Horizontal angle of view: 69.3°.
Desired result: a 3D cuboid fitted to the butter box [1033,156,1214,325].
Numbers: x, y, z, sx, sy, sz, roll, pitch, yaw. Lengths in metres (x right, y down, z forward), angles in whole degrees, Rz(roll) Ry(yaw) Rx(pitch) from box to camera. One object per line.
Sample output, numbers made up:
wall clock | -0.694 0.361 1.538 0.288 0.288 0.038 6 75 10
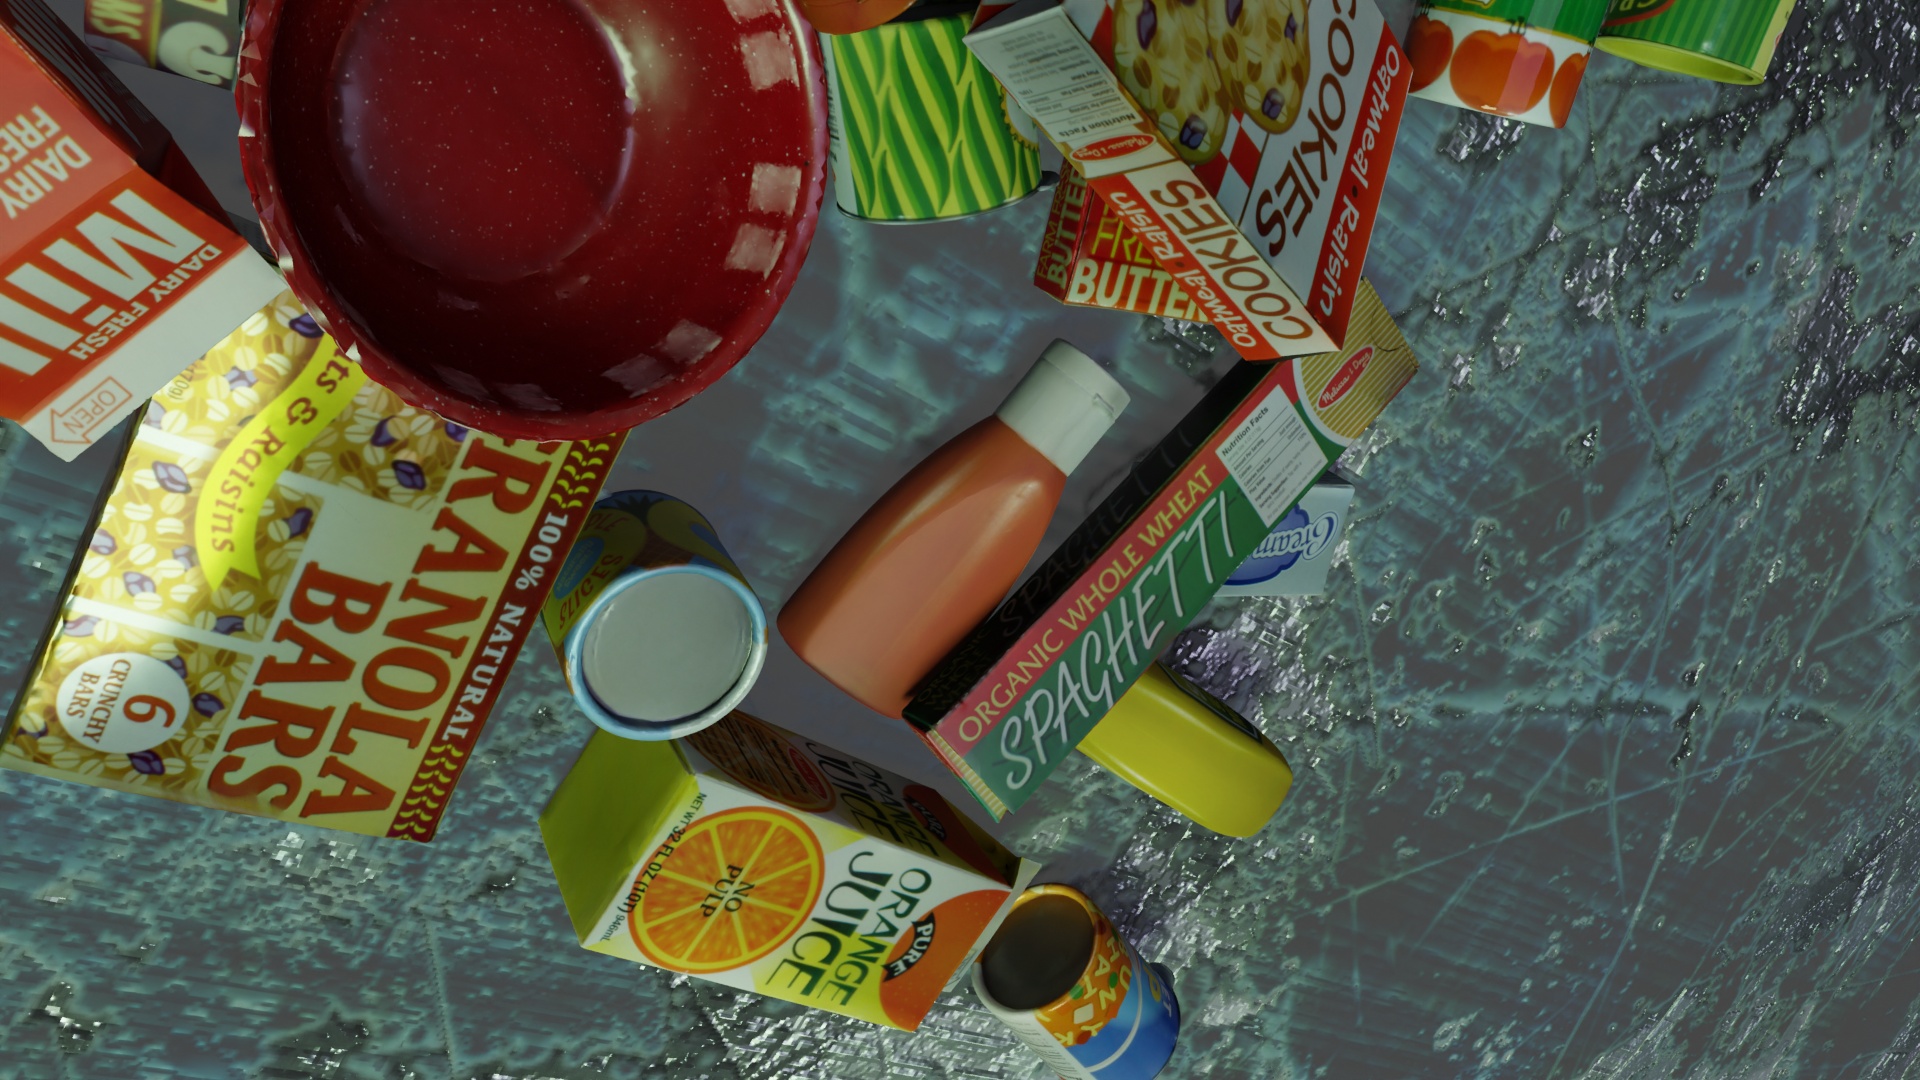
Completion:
butter box | 0.080 -0.109 0.512 0.104 0.024 0.053 3 112 -29

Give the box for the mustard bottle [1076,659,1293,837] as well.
mustard bottle | 0.069 0.070 0.573 0.160 0.065 0.049 33 94 -31

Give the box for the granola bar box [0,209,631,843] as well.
granola bar box | -0.189 0.004 0.416 0.124 0.039 0.165 21 103 -34

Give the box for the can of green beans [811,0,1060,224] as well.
can of green beans | -0.010 -0.135 0.426 0.071 0.071 0.057 -18 121 -19

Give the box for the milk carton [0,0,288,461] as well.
milk carton | -0.244 -0.107 0.299 0.072 0.073 0.190 -41 119 -5

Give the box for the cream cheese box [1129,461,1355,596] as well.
cream cheese box | 0.114 -0.004 0.582 0.104 0.024 0.053 1 114 -28

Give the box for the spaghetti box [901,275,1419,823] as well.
spaghetti box | 0.080 -0.003 0.527 0.251 0.028 0.050 -45 113 -15

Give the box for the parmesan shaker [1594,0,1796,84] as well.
parmesan shaker | 0.299 -0.238 0.541 0.071 0.071 0.102 5 110 -30

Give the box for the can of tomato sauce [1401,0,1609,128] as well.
can of tomato sauce | 0.200 -0.199 0.506 0.071 0.071 0.082 1 114 -28

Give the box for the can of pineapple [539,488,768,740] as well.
can of pineapple | -0.104 0.023 0.459 0.071 0.058 0.070 -12 119 -22

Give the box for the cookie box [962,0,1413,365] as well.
cookie box | 0.082 -0.153 0.440 0.167 0.040 0.123 37 64 -41

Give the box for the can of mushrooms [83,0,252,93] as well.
can of mushrooms | -0.182 -0.142 0.328 0.033 0.071 0.070 11 108 -30

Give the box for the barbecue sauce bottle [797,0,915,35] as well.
barbecue sauce bottle | -0.048 -0.194 0.328 0.065 0.044 0.148 -29 136 -1

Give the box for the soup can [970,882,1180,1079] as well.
soup can | 0.054 0.201 0.628 0.071 0.071 0.083 -40 126 -5

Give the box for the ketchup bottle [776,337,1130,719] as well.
ketchup bottle | 0.002 -0.006 0.510 0.149 0.043 0.064 -50 128 2

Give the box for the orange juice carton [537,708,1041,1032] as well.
orange juice carton | -0.053 0.126 0.529 0.192 0.073 0.071 29 98 -36
